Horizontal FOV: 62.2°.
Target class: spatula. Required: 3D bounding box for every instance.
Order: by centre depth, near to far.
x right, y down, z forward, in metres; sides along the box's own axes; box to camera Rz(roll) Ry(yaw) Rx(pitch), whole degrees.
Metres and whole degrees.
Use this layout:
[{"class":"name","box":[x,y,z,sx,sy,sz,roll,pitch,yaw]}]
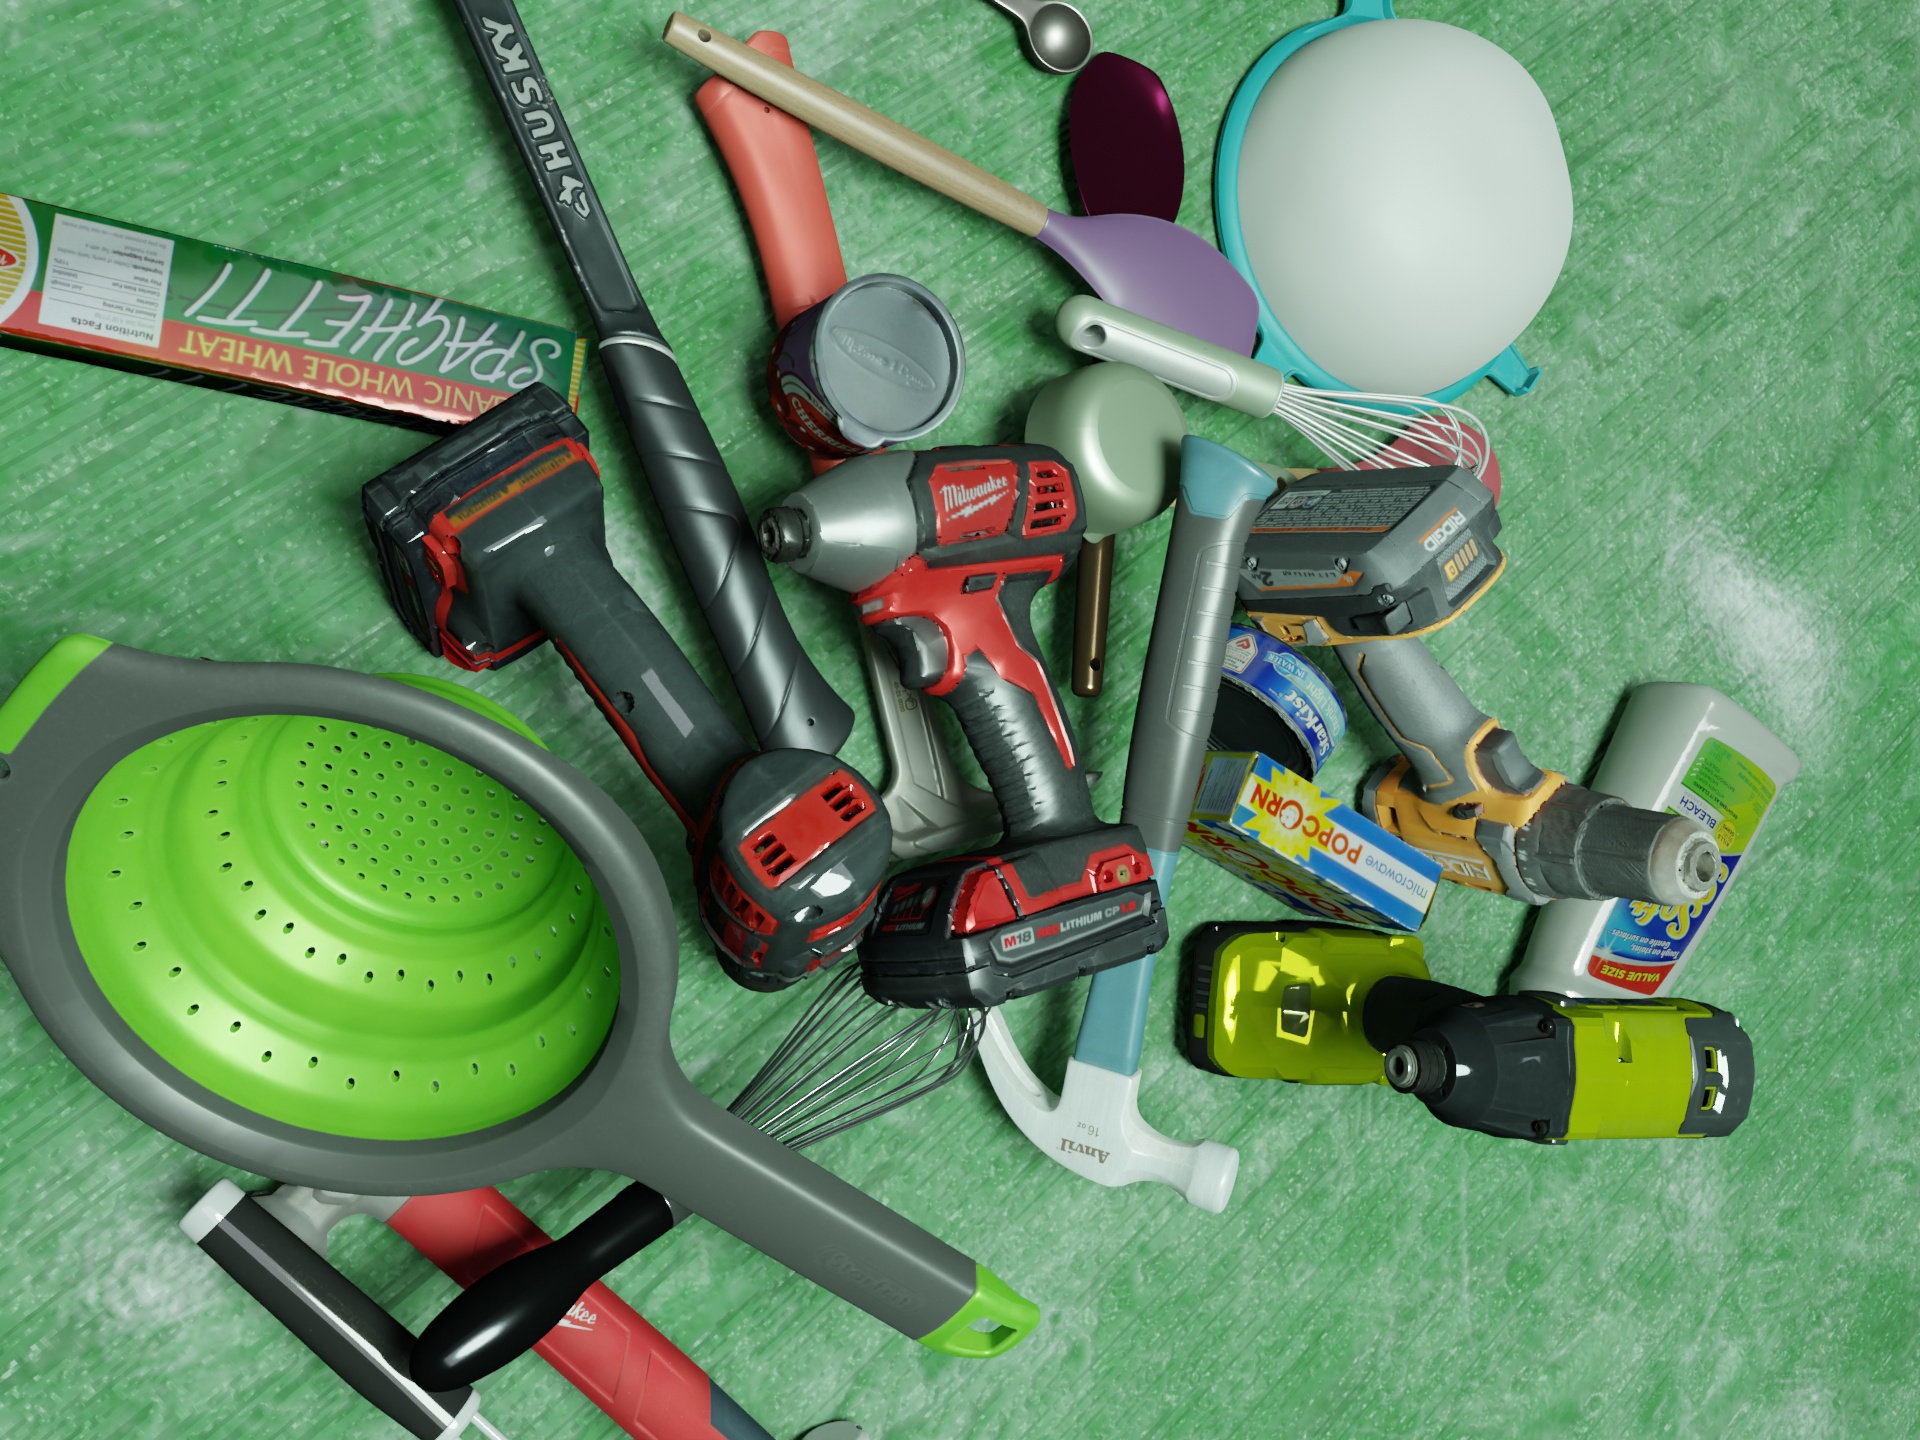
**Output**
[{"class":"spatula","box":[0.015,-0.236,0.709,0.315,0.018,0.060,17,79,-29]}]

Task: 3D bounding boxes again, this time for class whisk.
[{"class":"whisk","box":[-0.089,0.167,0.626,0.284,0.070,0.070,-30,102,-39]},{"class":"whisk","box":[0.154,-0.153,0.763,0.246,0.057,0.059,15,43,-21]}]

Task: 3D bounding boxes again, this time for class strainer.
[{"class":"strainer","box":[0.236,-0.332,0.809,0.211,0.095,0.340,-5,93,-26]}]

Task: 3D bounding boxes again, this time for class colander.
[{"class":"colander","box":[-0.128,0.098,0.549,0.396,0.095,0.204,37,114,-19]}]

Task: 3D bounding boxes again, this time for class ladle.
[{"class":"ladle","box":[0.158,-0.121,0.808,0.315,0.031,0.069,-6,85,-24]}]

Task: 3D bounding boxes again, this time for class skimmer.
[{"class":"skimmer","box":[-0.122,0.281,0.564,0.363,0.090,0.127,45,40,-7]}]

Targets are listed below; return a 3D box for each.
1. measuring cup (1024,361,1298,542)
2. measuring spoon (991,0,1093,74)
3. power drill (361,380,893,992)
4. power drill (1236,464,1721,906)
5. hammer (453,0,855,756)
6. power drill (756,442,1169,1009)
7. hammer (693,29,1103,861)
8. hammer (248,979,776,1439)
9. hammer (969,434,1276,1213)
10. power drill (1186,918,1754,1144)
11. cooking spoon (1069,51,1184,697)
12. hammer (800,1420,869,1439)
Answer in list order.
[{"class":"measuring cup","box":[0.107,-0.122,0.739,0.167,0.038,0.083,3,83,-33]},{"class":"measuring spoon","box":[0.009,-0.347,0.747,0.124,0.018,0.034,34,75,-14]},{"class":"power drill","box":[-0.118,0.006,0.602,0.080,0.187,0.227,-38,81,-22]},{"class":"power drill","box":[0.239,-0.006,0.743,0.084,0.185,0.226,-41,114,-20]},{"class":"hammer","box":[-0.140,-0.163,0.628,0.149,0.036,0.409,-27,99,-31]},{"class":"power drill","box":[-0.001,-0.002,0.640,0.143,0.078,0.220,-10,88,-37]},{"class":"hammer","box":[-0.041,-0.119,0.705,0.149,0.037,0.359,-16,97,-25]},{"class":"hammer","box":[-0.096,0.274,0.644,0.386,0.038,0.143,45,70,-9]},{"class":"hammer","box":[0.087,0.042,0.701,0.128,0.033,0.331,12,96,19]},{"class":"power drill","box":[0.206,0.140,0.717,0.171,0.223,0.080,6,86,-26]},{"class":"cooking spoon","box":[0.070,-0.168,0.755,0.068,0.017,0.319,10,79,-29]},{"class":"hammer","box":[-0.178,0.409,0.634,0.334,0.035,0.146,-11,93,-25]}]
